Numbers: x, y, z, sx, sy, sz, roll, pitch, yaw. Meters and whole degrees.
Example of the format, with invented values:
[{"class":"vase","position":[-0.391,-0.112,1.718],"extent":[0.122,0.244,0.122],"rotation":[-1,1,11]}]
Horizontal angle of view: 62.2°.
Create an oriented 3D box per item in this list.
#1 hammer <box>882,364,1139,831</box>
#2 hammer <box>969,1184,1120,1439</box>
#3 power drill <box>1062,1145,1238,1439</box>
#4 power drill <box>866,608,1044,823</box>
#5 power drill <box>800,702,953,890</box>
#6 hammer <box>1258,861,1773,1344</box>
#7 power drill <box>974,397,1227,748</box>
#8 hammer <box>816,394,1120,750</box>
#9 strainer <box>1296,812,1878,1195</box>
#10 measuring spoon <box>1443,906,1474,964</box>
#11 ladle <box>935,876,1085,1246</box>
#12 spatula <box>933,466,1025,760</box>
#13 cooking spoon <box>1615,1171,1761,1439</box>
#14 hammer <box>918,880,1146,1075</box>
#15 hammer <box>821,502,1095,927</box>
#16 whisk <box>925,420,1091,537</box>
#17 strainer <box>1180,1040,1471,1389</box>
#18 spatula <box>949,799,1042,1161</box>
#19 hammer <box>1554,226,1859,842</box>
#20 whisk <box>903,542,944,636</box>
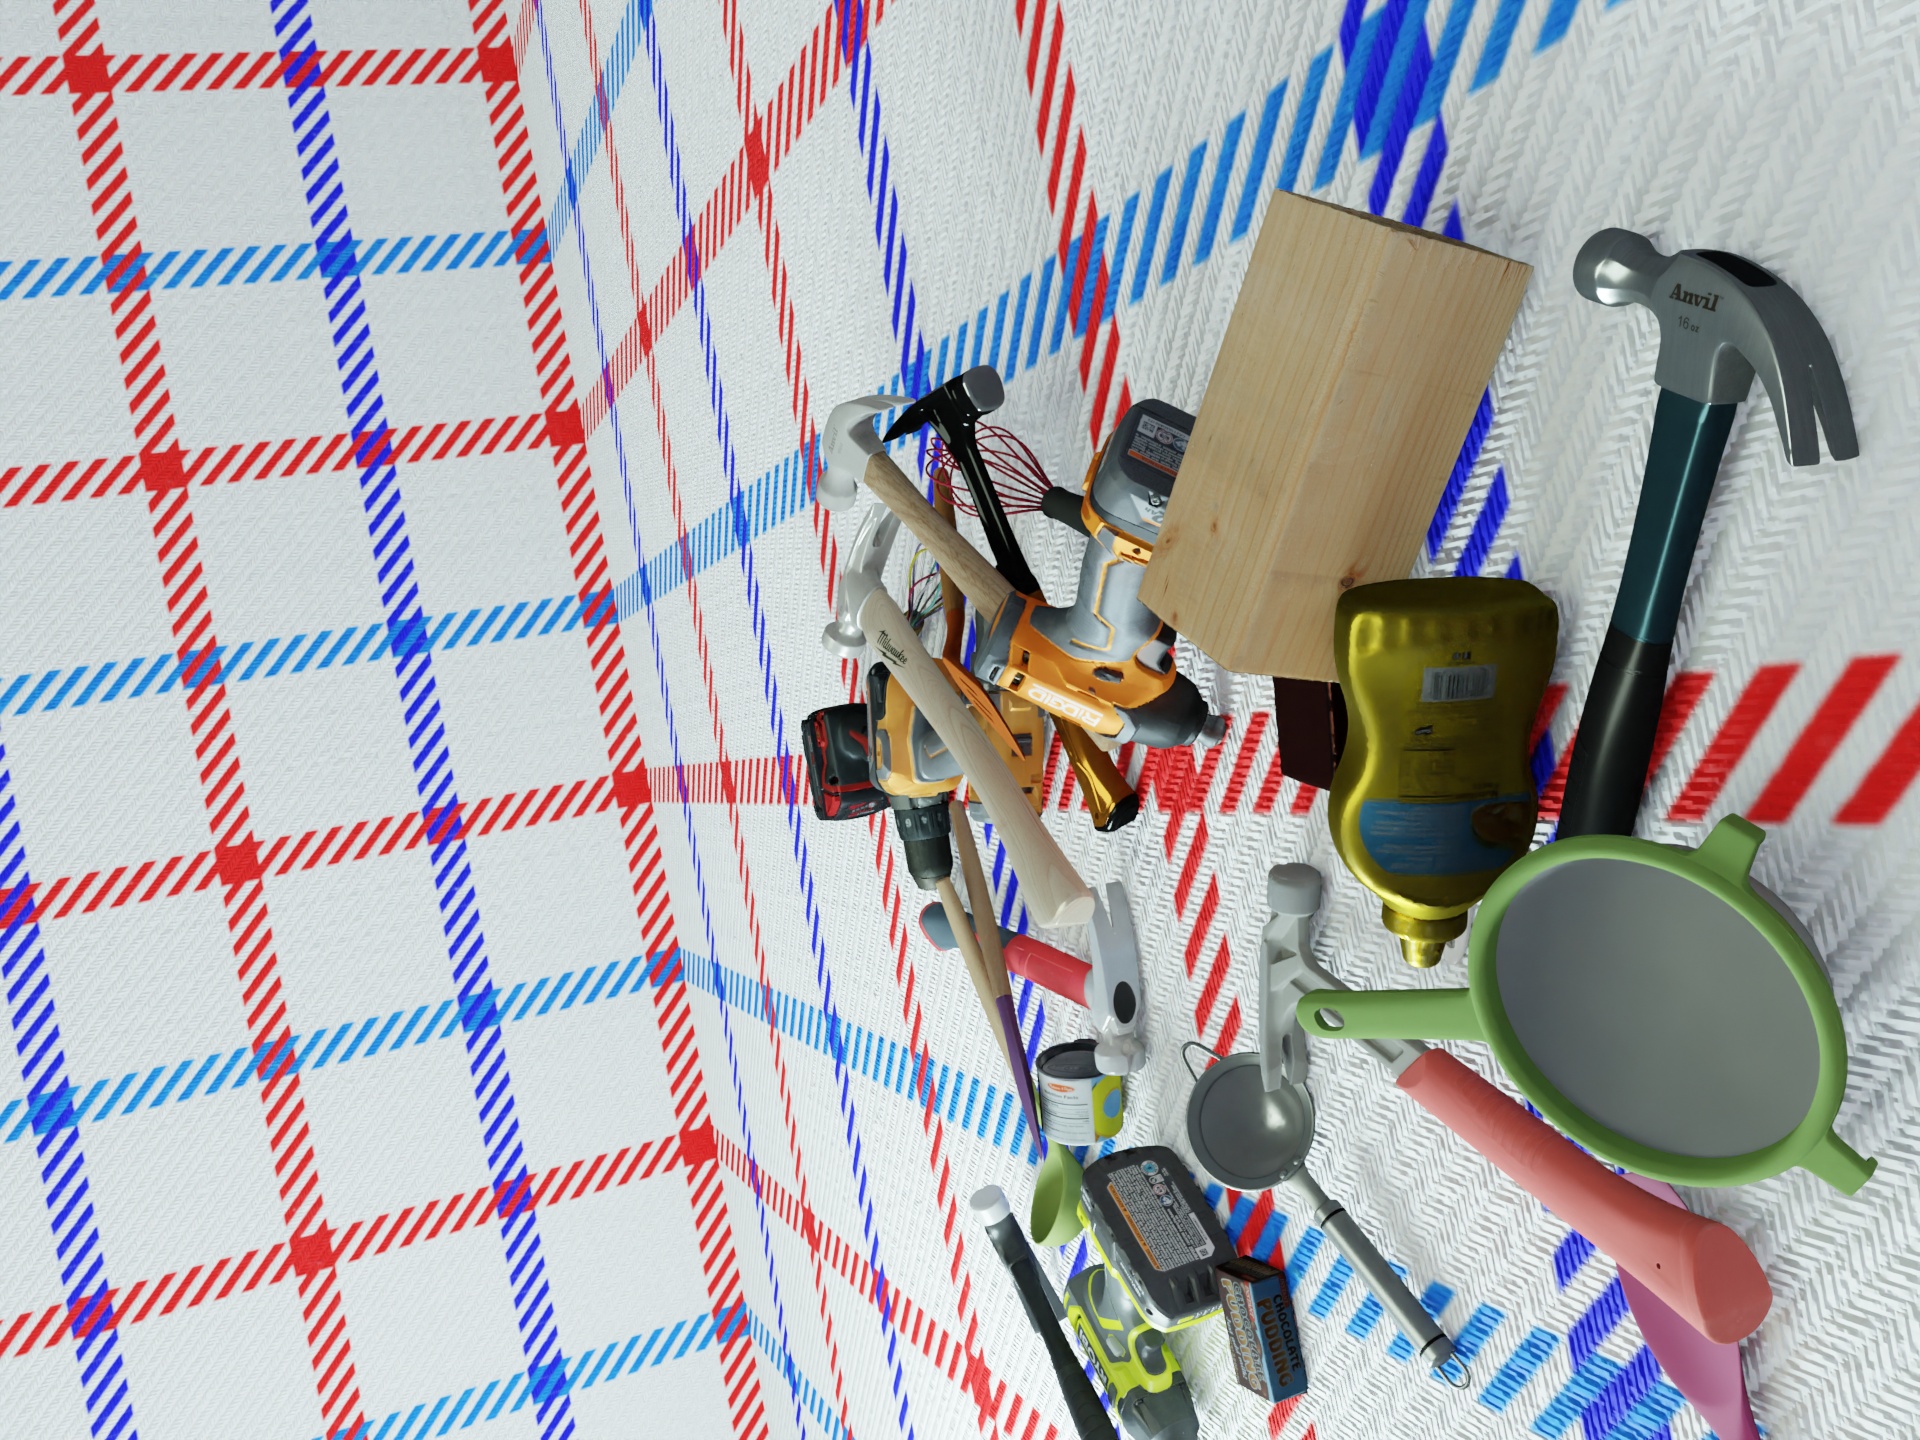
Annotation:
[{"class":"hammer","position":[0.045,-0.077,1.135],"extent":[0.127,0.034,0.337],"rotation":[-16,98,60]},{"class":"hammer","position":[0.086,0.522,1.285],"extent":[0.146,0.035,0.335],"rotation":[65,174,-21]},{"class":"power drill","position":[0.141,0.443,1.190],"extent":[0.171,0.080,0.223],"rotation":[-124,27,-47]},{"class":"power drill","position":[-0.002,-0.014,1.324],"extent":[0.226,0.084,0.185],"rotation":[5,97,63]},{"class":"power drill","position":[-0.073,0.065,1.546],"extent":[0.227,0.080,0.188],"rotation":[-1,99,65]},{"class":"hammer","position":[0.256,0.203,0.814],"extent":[0.359,0.036,0.149],"rotation":[-142,46,-64]},{"class":"power drill","position":[0.117,-0.067,0.938],"extent":[0.226,0.164,0.084],"rotation":[120,173,-53]},{"class":"hammer","position":[0.007,-0.107,1.109],"extent":[0.332,0.031,0.130],"rotation":[49,146,24]},{"class":"strainer","position":[0.260,0.116,0.690],"extent":[0.256,0.069,0.151],"rotation":[-15,97,53]},{"class":"measuring spoon","position":[0.251,0.072,0.811],"extent":[0.034,0.018,0.124],"rotation":[-140,44,-58]},{"class":"ladle","position":[0.034,0.286,1.332],"extent":[0.078,0.062,0.320],"rotation":[160,88,-77]},{"class":"spatula","position":[0.003,-0.098,1.217],"extent":[0.323,0.041,0.080],"rotation":[-96,-20,-45]},{"class":"cooking spoon","position":[0.355,0.353,0.686],"extent":[0.068,0.017,0.319],"rotation":[127,130,-63]},{"class":"hammer","position":[0.046,0.183,1.350],"extent":[0.386,0.038,0.143],"rotation":[-172,74,-67]},{"class":"hammer","position":[-0.002,-0.004,1.220],"extent":[0.411,0.038,0.146],"rotation":[56,135,41]},{"class":"whisk","position":[0.057,-0.162,1.141],"extent":[0.296,0.073,0.073],"rotation":[34,132,53]},{"class":"strainer","position":[0.219,0.296,0.968],"extent":[0.087,0.050,0.259],"rotation":[-47,48,9]},{"class":"spatula","position":[0.030,0.203,1.306],"extent":[0.059,0.018,0.316],"rotation":[83,174,-59]},{"class":"hammer","position":[0.282,-0.026,0.668],"extent":[0.128,0.033,0.330],"rotation":[-131,37,-54]},{"class":"whisk","position":[-0.035,-0.095,1.424],"extent":[0.245,0.047,0.051],"rotation":[125,143,-67]}]
